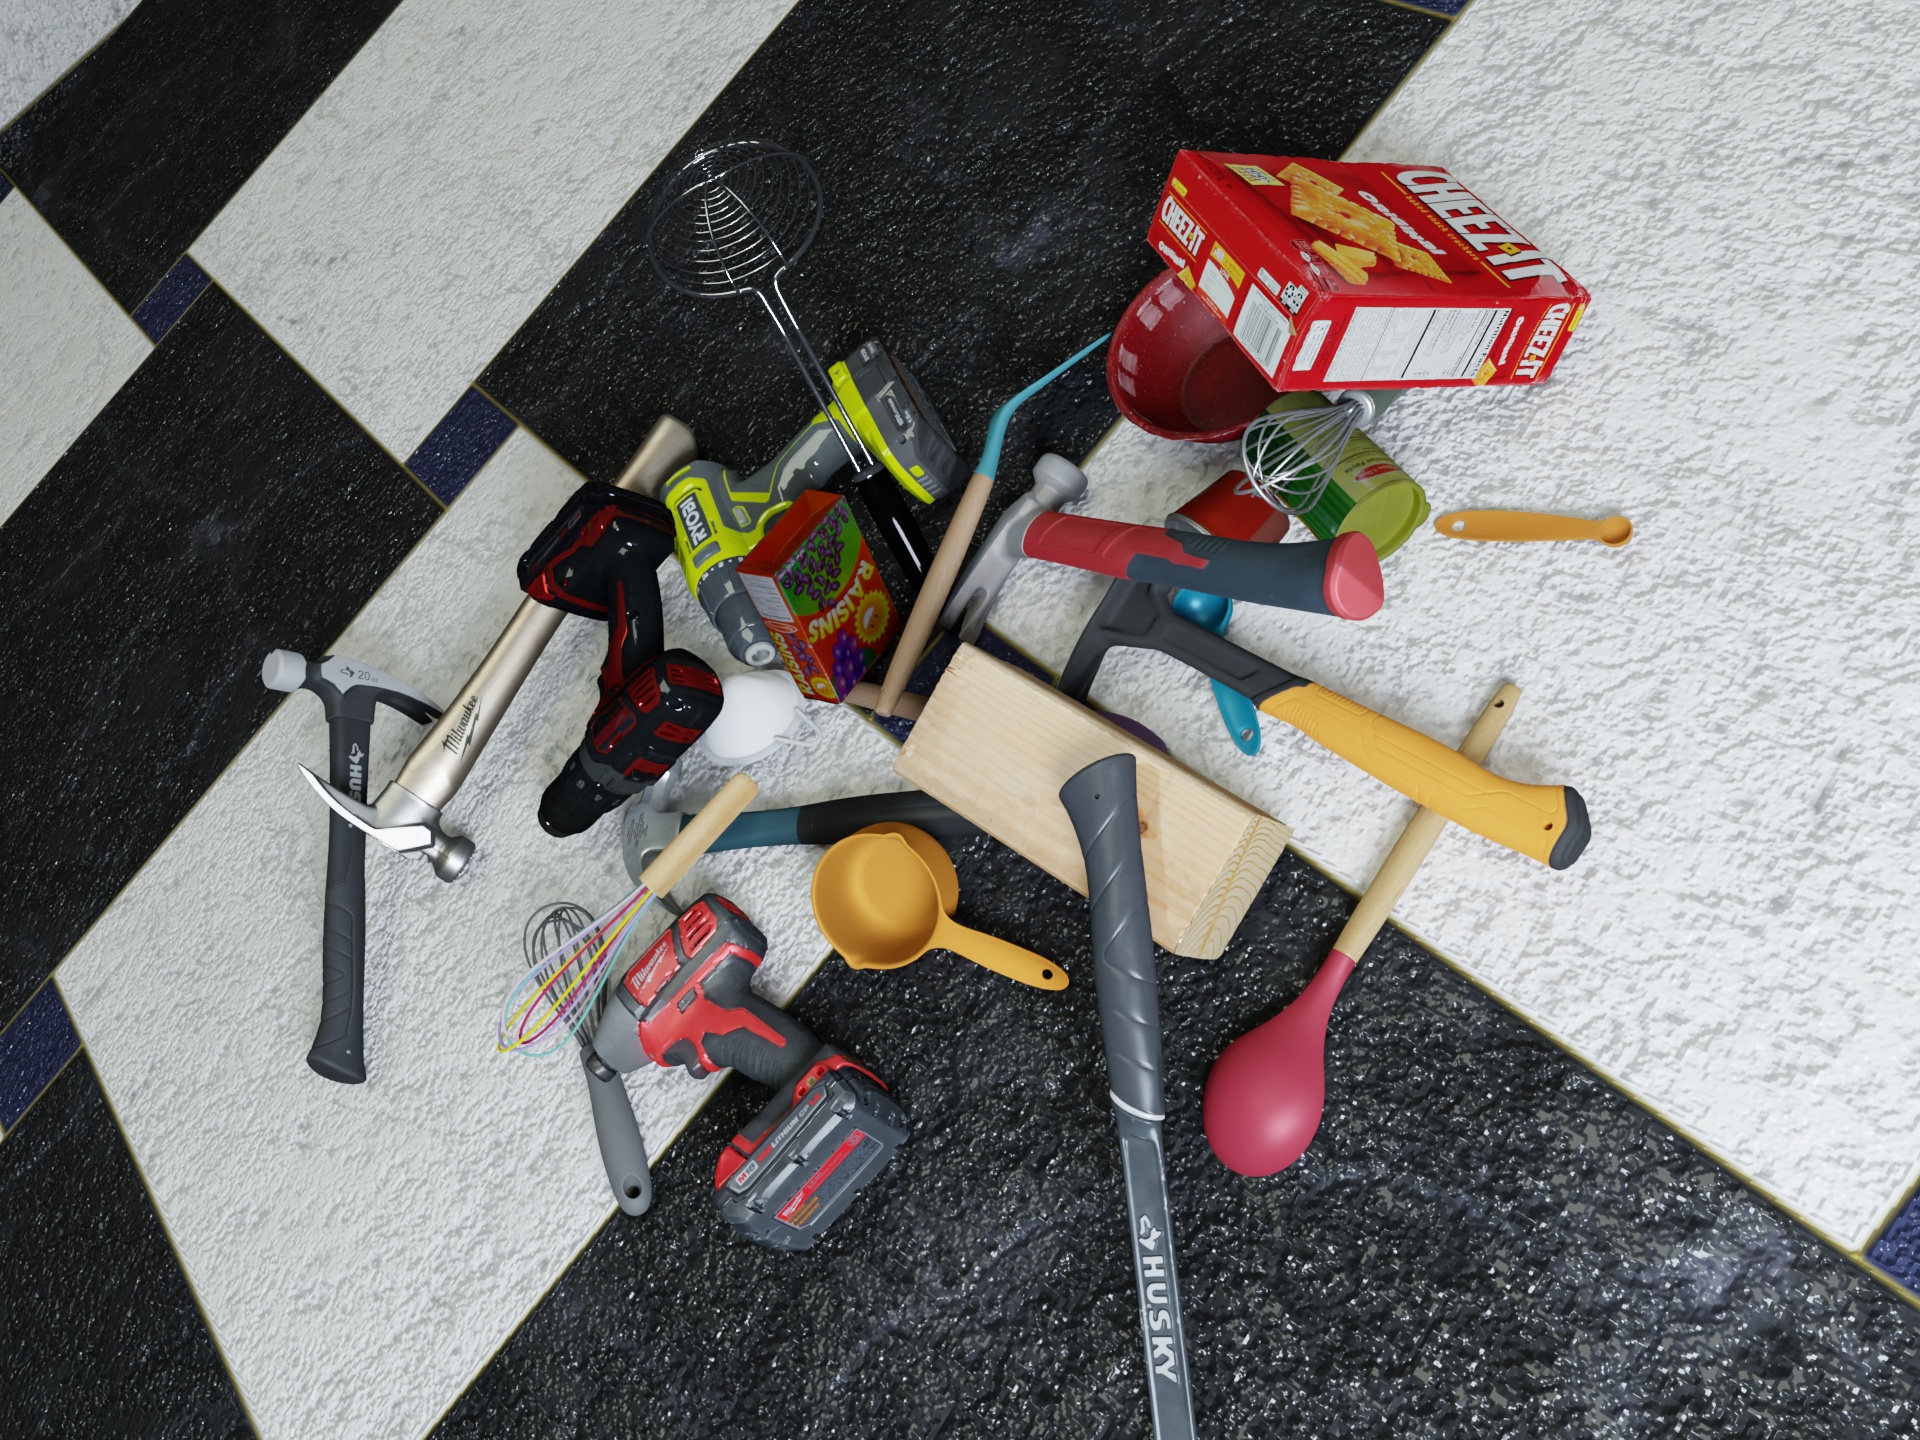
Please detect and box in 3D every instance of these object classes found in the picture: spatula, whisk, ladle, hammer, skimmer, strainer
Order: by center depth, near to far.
[{"bbox_3d":[0.099,0.220,0.825,0.149,0.036,0.409,-9,79,22],"label":"hammer"},{"bbox_3d":[0.228,0.110,0.885,0.069,0.031,0.315,28,80,37],"label":"ladle"},{"bbox_3d":[0.203,0.002,0.923,0.337,0.034,0.127,32,90,39],"label":"hammer"},{"bbox_3d":[0.107,-0.086,0.947,0.143,0.038,0.386,-57,26,-4],"label":"hammer"},{"bbox_3d":[0.232,-0.183,0.948,0.246,0.059,0.058,-37,5,-42],"label":"whisk"},{"bbox_3d":[-0.223,0.131,1.075,0.051,0.047,0.245,41,80,7],"label":"whisk"},{"bbox_3d":[-0.002,-0.003,1.081,0.316,0.018,0.060,14,58,34],"label":"spatula"},{"bbox_3d":[-0.095,0.069,1.088,0.331,0.033,0.128,-7,62,27],"label":"hammer"},{"bbox_3d":[-0.253,0.227,1.090,0.055,0.055,0.239,-33,58,12],"label":"whisk"},{"bbox_3d":[0.016,-0.140,1.098,0.082,0.044,0.318,-15,49,65],"label":"spatula"},{"bbox_3d":[-0.093,-0.230,1.106,0.127,0.363,0.090,-28,14,3],"label":"skimmer"},{"bbox_3d":[-0.203,-0.017,1.181,0.258,0.050,0.087,10,58,42],"label":"strainer"},{"bbox_3d":[-0.477,0.114,1.248,0.035,0.146,0.335,-19,69,36],"label":"hammer"},{"bbox_3d":[-0.347,-0.081,1.265,0.411,0.146,0.038,-58,18,-13],"label":"hammer"}]

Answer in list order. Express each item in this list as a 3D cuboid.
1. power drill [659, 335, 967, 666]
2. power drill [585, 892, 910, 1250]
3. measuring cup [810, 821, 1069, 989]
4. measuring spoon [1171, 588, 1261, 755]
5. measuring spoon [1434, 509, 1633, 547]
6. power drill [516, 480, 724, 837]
[{"bbox_3d":[-0.114,-0.162,1.194,0.228,0.080,0.191,-35,53,13],"label":"power drill"},{"bbox_3d":[-0.146,0.221,1.007,0.143,0.078,0.220,-47,50,-4],"label":"power drill"},{"bbox_3d":[-0.007,0.124,1.000,0.174,0.052,0.095,22,106,12],"label":"measuring cup"},{"bbox_3d":[0.167,-0.032,1.000,0.042,0.021,0.129,-28,60,23],"label":"measuring spoon"},{"bbox_3d":[0.340,-0.113,0.947,0.117,0.011,0.021,8,70,37],"label":"measuring spoon"},{"bbox_3d":[-0.264,-0.041,1.173,0.188,0.080,0.227,-41,53,30],"label":"power drill"}]
